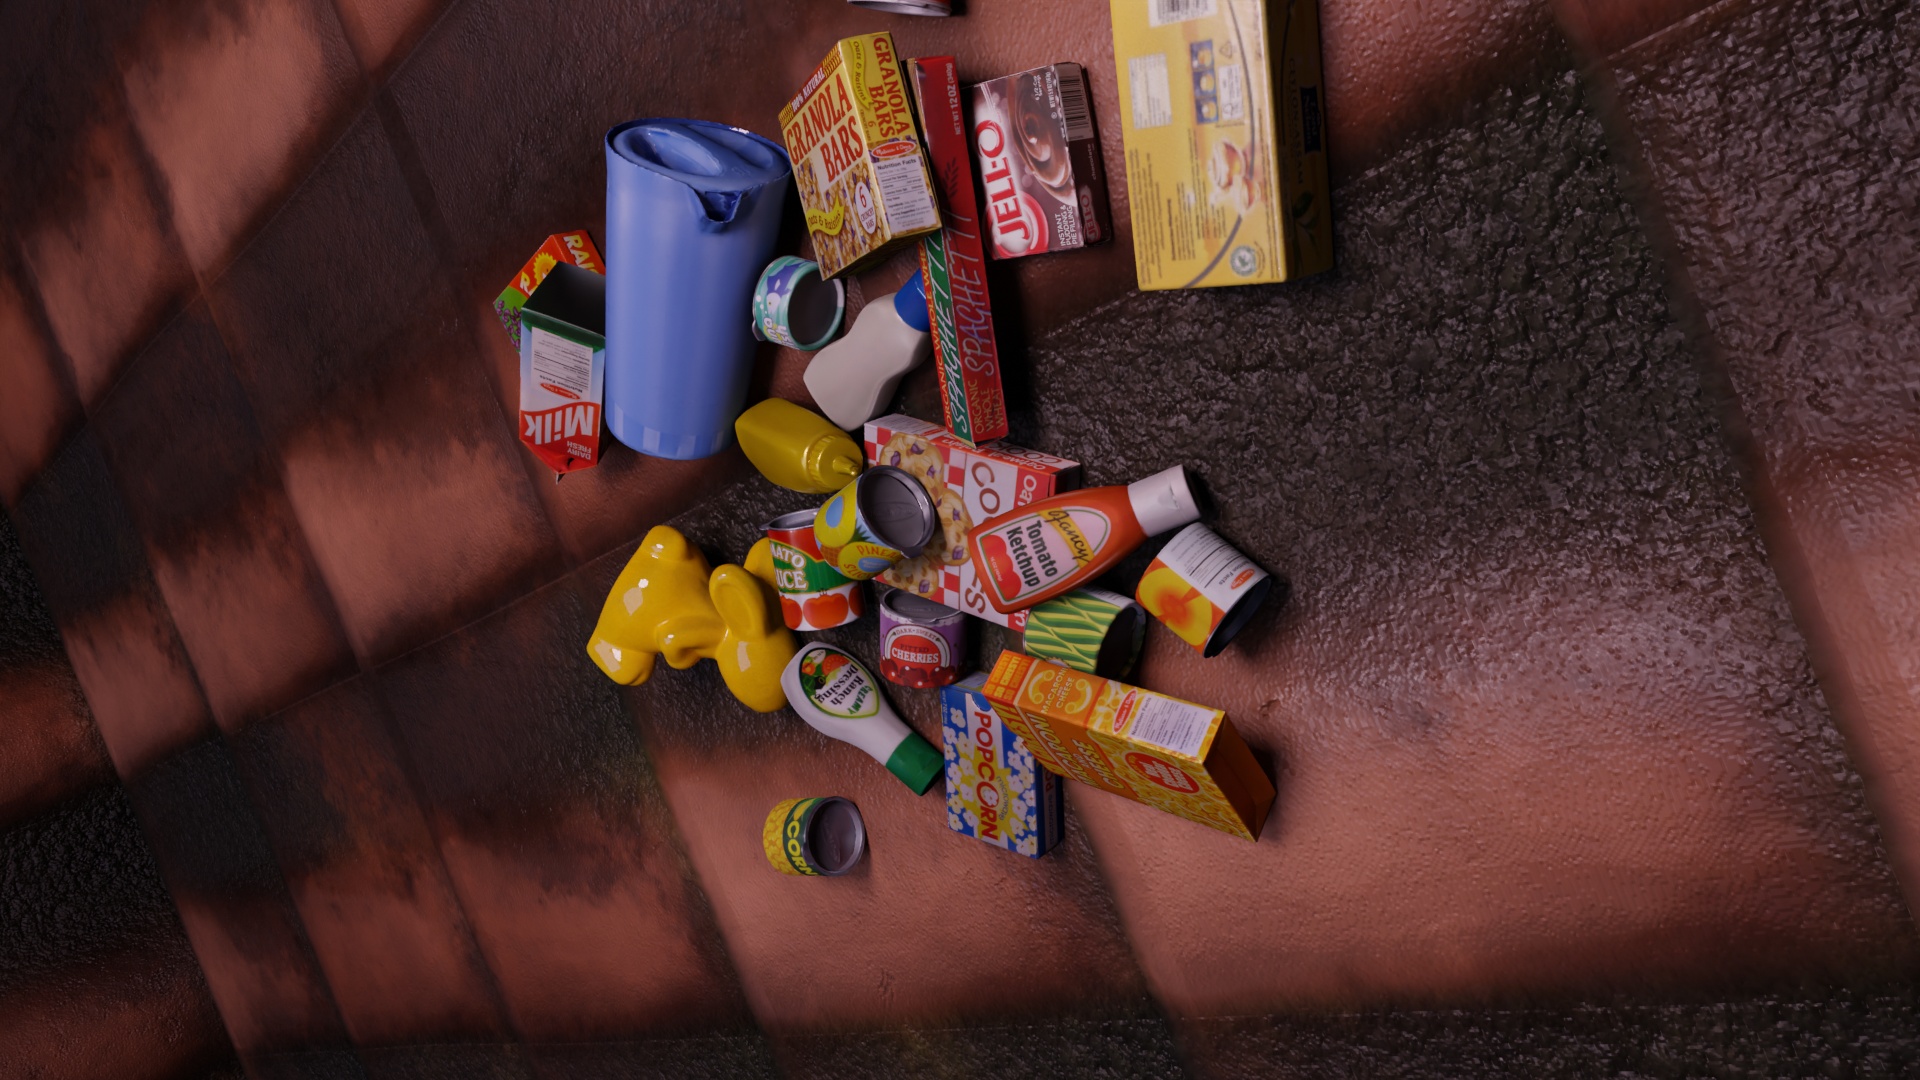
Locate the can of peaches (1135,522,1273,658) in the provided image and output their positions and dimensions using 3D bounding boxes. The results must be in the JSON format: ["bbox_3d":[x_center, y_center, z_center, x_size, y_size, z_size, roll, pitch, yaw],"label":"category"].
[{"bbox_3d":[0.152,0.032,0.872,0.058,0.071,0.071,40,127,22],"label":"can of peaches"}]

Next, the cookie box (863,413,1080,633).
[{"bbox_3d":[0.004,-0.012,0.996,0.167,0.040,0.122,18,116,34],"label":"cookie box"}]

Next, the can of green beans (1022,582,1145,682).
[{"bbox_3d":[0.084,0.062,0.939,0.058,0.071,0.071,22,119,32],"label":"can of green beans"}]

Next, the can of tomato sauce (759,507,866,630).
[{"bbox_3d":[-0.114,0.022,1.085,0.071,0.071,0.083,2,107,39],"label":"can of tomato sauce"}]

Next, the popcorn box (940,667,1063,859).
[{"bbox_3d":[0.031,0.166,1.039,0.085,0.038,0.126,11,113,38],"label":"popcorn box"}]

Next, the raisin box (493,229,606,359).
[{"bbox_3d":[-0.352,-0.205,1.222,0.123,0.040,0.086,-30,85,43],"label":"raisin box"}]

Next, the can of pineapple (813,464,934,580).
[{"bbox_3d":[-0.061,-0.010,0.977,0.057,0.071,0.071,-33,84,44],"label":"can of pineapple"}]

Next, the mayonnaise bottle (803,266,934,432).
[{"bbox_3d":[-0.052,-0.142,0.996,0.065,0.041,0.147,52,130,4],"label":"mayonnaise bottle"}]

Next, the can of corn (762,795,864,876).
[{"bbox_3d":[-0.127,0.252,1.178,0.058,0.071,0.071,-13,97,42],"label":"can of corn"}]

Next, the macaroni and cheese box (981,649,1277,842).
[{"bbox_3d":[0.110,0.135,0.915,0.166,0.040,0.123,12,154,36],"label":"macaroni and cheese box"}]

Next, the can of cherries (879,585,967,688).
[{"bbox_3d":[-0.028,0.071,1.031,0.071,0.072,0.058,18,117,34],"label":"can of cherries"}]

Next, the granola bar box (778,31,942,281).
[{"bbox_3d":[-0.070,-0.248,0.922,0.165,0.039,0.124,-178,72,-70],"label":"granola bar box"}]

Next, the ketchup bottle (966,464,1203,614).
[{"bbox_3d":[0.082,-0.005,0.898,0.148,0.043,0.065,-23,86,17],"label":"ketchup bottle"}]

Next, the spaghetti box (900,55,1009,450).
[{"bbox_3d":[-0.007,-0.185,0.906,0.050,0.029,0.249,-149,46,-64],"label":"spaghetti box"}]

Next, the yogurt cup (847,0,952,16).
[{"bbox_3d":[-0.037,-0.367,0.887,0.072,0.072,0.053,17,108,34],"label":"yogurt cup"}]

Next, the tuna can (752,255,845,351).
[{"bbox_3d":[-0.119,-0.172,1.020,0.033,0.071,0.070,20,118,32],"label":"tuna can"}]

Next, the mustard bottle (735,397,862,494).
[{"bbox_3d":[-0.113,-0.065,1.037,0.160,0.049,0.065,23,145,53],"label":"mustard bottle"}]

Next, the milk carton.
[{"bbox_3d":[-0.323,-0.133,1.171,0.073,0.073,0.189,19,136,-1],"label":"milk carton"}]

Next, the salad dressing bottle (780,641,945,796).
[{"bbox_3d":[-0.075,0.143,1.107,0.148,0.064,0.043,39,146,12],"label":"salad dressing bottle"}]
